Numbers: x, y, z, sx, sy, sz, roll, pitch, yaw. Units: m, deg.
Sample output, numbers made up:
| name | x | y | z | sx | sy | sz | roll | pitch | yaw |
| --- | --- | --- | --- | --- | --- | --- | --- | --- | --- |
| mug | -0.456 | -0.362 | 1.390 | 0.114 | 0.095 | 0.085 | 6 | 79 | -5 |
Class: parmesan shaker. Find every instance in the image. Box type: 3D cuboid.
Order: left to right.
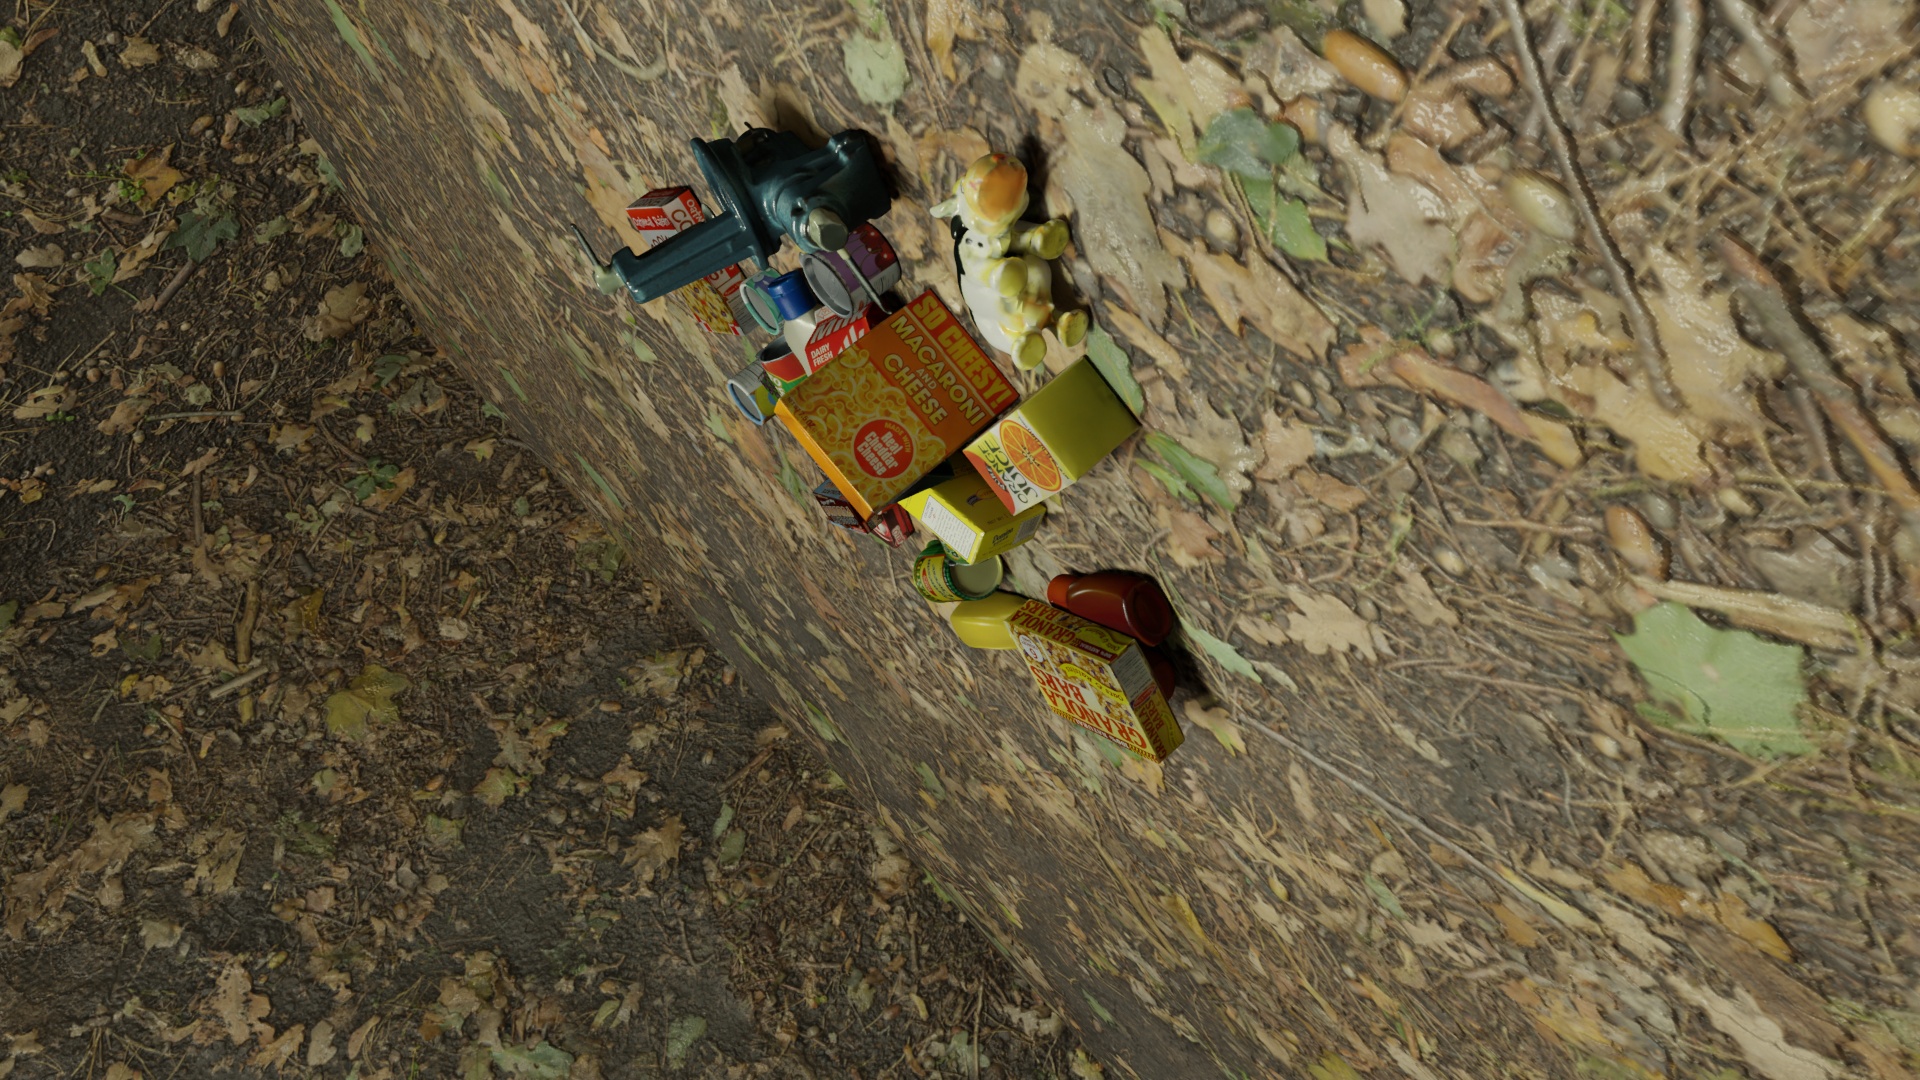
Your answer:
| name | x | y | z | sx | sy | sz | roll | pitch | yaw |
| --- | --- | --- | --- | --- | --- | --- | --- | --- | --- |
| parmesan shaker | -0.004 | 0.031 | 1.497 | 0.071 | 0.071 | 0.103 | 53 | 161 | -10 |

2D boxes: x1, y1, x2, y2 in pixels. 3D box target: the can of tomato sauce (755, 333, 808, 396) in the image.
| name | x | y | z | sx | sy | sz | roll | pitch | yaw |
| --- | --- | --- | --- | --- | --- | --- | --- | --- | --- |
| can of tomato sauce | -0.166 | -0.173 | 1.469 | 0.071 | 0.071 | 0.082 | 21 | 146 | 55 |

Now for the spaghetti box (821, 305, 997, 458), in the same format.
| name | x | y | z | sx | sy | sz | roll | pitch | yaw |
| --- | --- | --- | --- | --- | --- | --- | --- | --- | --- |
| spaghetti box | -0.038 | -0.143 | 1.300 | 0.250 | 0.029 | 0.050 | 42 | 160 | 24 |

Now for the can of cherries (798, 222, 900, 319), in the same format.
| name | x | y | z | sx | sy | sz | roll | pitch | yaw |
| --- | --- | --- | --- | --- | --- | --- | --- | --- | --- |
| can of cherries | -0.096 | -0.238 | 1.207 | 0.071 | 0.058 | 0.071 | 43 | 161 | 19 |

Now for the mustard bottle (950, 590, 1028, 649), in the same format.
| name | x | y | z | sx | sy | sz | roll | pitch | yaw |
| --- | --- | --- | --- | --- | --- | --- | --- | --- | --- |
| mustard bottle | 0.052 | 0.089 | 1.486 | 0.160 | 0.065 | 0.048 | 6 | 128 | 59 |

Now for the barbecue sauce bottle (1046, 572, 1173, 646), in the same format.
| name | x | y | z | sx | sy | sz | roll | pitch | yaw |
| --- | --- | --- | --- | --- | --- | --- | --- | --- | --- |
| barbecue sauce bottle | 0.131 | 0.057 | 1.274 | 0.064 | 0.044 | 0.148 | 57 | 161 | -20 |

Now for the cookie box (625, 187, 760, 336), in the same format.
| name | x | y | z | sx | sy | sz | roll | pitch | yaw |
| --- | --- | --- | --- | --- | --- | --- | --- | --- | --- |
| cookie box | -0.293 | -0.310 | 1.545 | 0.123 | 0.040 | 0.167 | 18 | 145 | 57 |

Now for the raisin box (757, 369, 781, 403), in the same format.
| name | x | y | z | sx | sy | sz | roll | pitch | yaw |
| --- | --- | --- | --- | --- | --- | --- | --- | --- | --- |
| raisin box | -0.169 | -0.154 | 1.559 | 0.123 | 0.040 | 0.086 | 51 | 160 | -6 |

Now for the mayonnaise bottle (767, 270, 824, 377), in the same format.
| name | x | y | z | sx | sy | sz | roll | pitch | yaw |
| --- | --- | --- | --- | --- | --- | --- | --- | --- | --- |
| mayonnaise bottle | -0.142 | -0.200 | 1.399 | 0.064 | 0.041 | 0.147 | -8 | 122 | 38 |

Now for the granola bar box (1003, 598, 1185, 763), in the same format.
| name | x | y | z | sx | sy | sz | roll | pitch | yaw |
| --- | --- | --- | --- | --- | --- | --- | --- | --- | --- |
| granola bar box | 0.123 | 0.128 | 1.295 | 0.165 | 0.039 | 0.123 | 19 | 143 | 56 |

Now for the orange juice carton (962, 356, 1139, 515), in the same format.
| name | x | y | z | sx | sy | sz | roll | pitch | yaw |
| --- | --- | --- | --- | --- | --- | --- | --- | --- | --- |
| orange juice carton | 0.063 | -0.077 | 1.128 | 0.072 | 0.073 | 0.192 | 51 | 162 | -3 |

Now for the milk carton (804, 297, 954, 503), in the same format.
| name | x | y | z | sx | sy | sz | roll | pitch | yaw |
| --- | --- | --- | --- | --- | --- | --- | --- | --- | --- |
| milk carton | -0.078 | -0.133 | 1.248 | 0.073 | 0.072 | 0.191 | 1 | -111 | -61 |

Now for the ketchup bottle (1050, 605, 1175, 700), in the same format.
| name | x | y | z | sx | sy | sz | roll | pitch | yaw |
| --- | --- | --- | --- | --- | --- | --- | --- | --- | --- |
| ketchup bottle | 0.141 | 0.106 | 1.346 | 0.149 | 0.044 | 0.064 | 33 | 152 | 42 |

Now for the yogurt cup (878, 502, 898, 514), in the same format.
| name | x | y | z | sx | sy | sz | roll | pitch | yaw |
| --- | --- | --- | --- | --- | --- | --- | --- | --- | --- |
| yogurt cup | -0.084 | -0.065 | 1.512 | 0.072 | 0.054 | 0.072 | 44 | 160 | 20 |

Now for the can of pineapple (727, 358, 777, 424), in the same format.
| name | x | y | z | sx | sy | sz | roll | pitch | yaw |
| --- | --- | --- | --- | --- | --- | --- | --- | --- | --- |
| can of pineapple | -0.230 | -0.176 | 1.625 | 0.071 | 0.058 | 0.070 | 43 | 160 | 20 |

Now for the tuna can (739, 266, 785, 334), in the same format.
| name | x | y | z | sx | sy | sz | roll | pitch | yaw |
| --- | --- | --- | --- | --- | --- | --- | --- | --- | --- |
| tuna can | -0.197 | -0.249 | 1.453 | 0.071 | 0.033 | 0.070 | 43 | 160 | 20 |

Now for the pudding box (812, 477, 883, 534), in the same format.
| name | x | y | z | sx | sy | sz | roll | pitch | yaw |
| --- | --- | --- | --- | --- | --- | --- | --- | --- | --- |
| pudding box | -0.127 | -0.039 | 1.576 | 0.084 | 0.030 | 0.049 | 17 | 143 | 54 |

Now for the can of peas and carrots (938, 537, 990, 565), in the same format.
| name | x | y | z | sx | sy | sz | roll | pitch | yaw |
| --- | --- | --- | --- | --- | --- | --- | --- | --- | --- |
| can of peas and carrots | 0.005 | -0.017 | 1.375 | 0.071 | 0.071 | 0.058 | 30 | 152 | 44 |

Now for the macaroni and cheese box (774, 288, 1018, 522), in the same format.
| name | x | y | z | sx | sy | sz | roll | pitch | yaw |
| --- | --- | --- | --- | --- | --- | --- | --- | --- | --- |
| macaroni and cheese box | -0.053 | -0.115 | 1.172 | 0.123 | 0.167 | 0.040 | 50 | 161 | 0 |
